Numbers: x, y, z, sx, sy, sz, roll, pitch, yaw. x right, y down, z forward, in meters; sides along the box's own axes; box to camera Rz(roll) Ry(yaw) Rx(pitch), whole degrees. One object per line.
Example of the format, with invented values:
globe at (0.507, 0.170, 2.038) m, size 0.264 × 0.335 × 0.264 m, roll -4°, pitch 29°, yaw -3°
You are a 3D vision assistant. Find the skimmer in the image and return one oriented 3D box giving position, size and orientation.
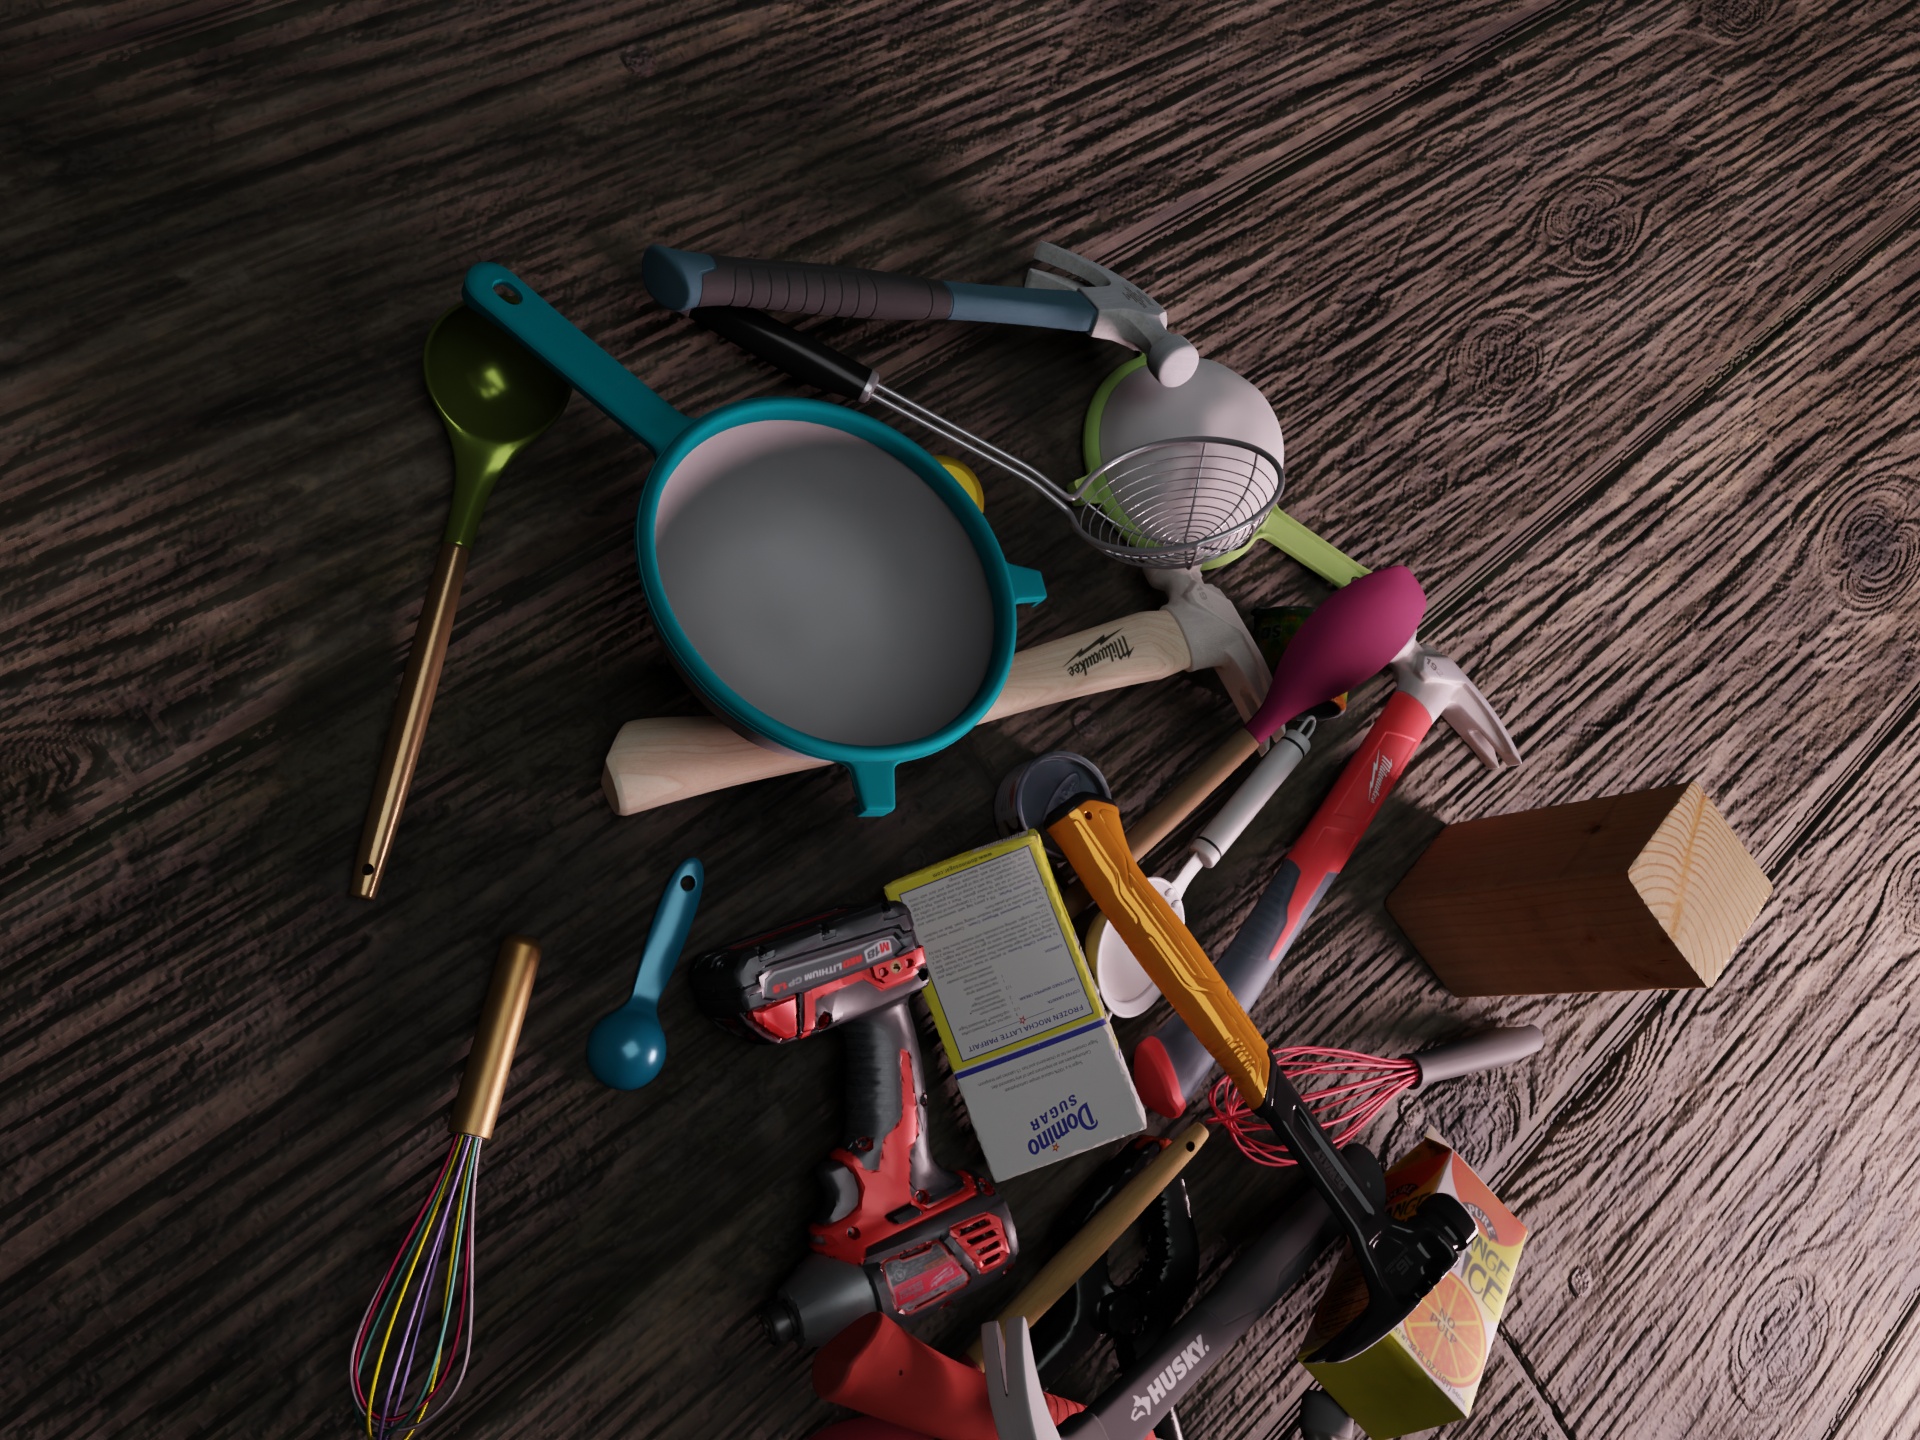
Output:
skimmer at (0.012, -0.190, 0.932) m, size 0.363 × 0.090 × 0.127 m, roll 26°, pitch 41°, yaw -9°

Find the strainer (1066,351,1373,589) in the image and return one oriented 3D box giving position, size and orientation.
strainer at (0.203, -0.152, 1.057) m, size 0.256 × 0.069 × 0.151 m, roll 31°, pitch 67°, yaw -16°

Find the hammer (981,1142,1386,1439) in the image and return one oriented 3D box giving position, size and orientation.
hammer at (0.143, 0.324, 0.880) m, size 0.335 × 0.035 × 0.146 m, roll -24°, pitch 84°, yaw -44°

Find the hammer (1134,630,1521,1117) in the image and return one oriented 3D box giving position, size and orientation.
hammer at (0.238, 0.107, 1.039) m, size 0.143 × 0.038 × 0.386 m, roll 46°, pitch 63°, yaw -13°

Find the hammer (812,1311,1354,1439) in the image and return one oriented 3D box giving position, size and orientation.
hammer at (0.075, 0.398, 0.846) m, size 0.358 × 0.037 × 0.149 m, roll 28°, pitch 63°, yaw -26°

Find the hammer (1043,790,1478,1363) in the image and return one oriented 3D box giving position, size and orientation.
hammer at (0.149, 0.188, 0.893) m, size 0.127 × 0.034 × 0.337 m, roll -32°, pitch 83°, yaw -29°

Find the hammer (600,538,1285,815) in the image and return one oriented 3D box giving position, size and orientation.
hammer at (-0.001, -0.003, 0.921) m, size 0.410 × 0.038 × 0.146 m, roll -15°, pitch 67°, yaw -25°

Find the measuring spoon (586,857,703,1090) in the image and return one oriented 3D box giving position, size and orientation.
measuring spoon at (-0.159, 0.132, 0.841) m, size 0.042 × 0.021 × 0.129 m, roll 24°, pitch 71°, yaw -21°

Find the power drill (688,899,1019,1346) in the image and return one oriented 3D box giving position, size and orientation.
power drill at (-0.062, 0.216, 0.845) m, size 0.143 × 0.078 × 0.219 m, roll -17°, pitch 90°, yaw -29°

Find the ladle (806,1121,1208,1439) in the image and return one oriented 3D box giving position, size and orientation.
ladle at (0.026, 0.330, 0.863) m, size 0.315 × 0.031 × 0.069 m, roll -40°, pitch 92°, yaw -20°

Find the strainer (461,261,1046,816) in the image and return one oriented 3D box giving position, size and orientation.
strainer at (-0.131, -0.100, 0.837) m, size 0.340 × 0.095 × 0.211 m, roll 40°, pitch 52°, yaw -6°

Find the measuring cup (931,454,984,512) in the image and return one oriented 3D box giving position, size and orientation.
measuring cup at (-0.036, -0.095, 0.947) m, size 0.062 × 0.029 × 0.156 m, roll 38°, pitch 65°, yaw -15°

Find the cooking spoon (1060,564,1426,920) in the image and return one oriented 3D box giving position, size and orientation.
cooking spoon at (0.154, 0.027, 0.941) m, size 0.319 × 0.017 × 0.068 m, roll -43°, pitch 124°, yaw 2°

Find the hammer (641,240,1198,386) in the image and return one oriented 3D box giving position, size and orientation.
hammer at (-0.022, -0.250, 0.941) m, size 0.331 × 0.033 × 0.128 m, roll -3°, pitch 43°, yaw -29°

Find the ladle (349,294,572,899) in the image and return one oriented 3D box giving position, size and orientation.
ladle at (-0.266, -0.067, 0.813) m, size 0.078 × 0.062 × 0.320 m, roll 13°, pitch 76°, yaw -10°

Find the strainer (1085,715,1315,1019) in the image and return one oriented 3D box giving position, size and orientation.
strainer at (0.144, 0.087, 0.979) m, size 0.258 × 0.050 × 0.086 m, roll -47°, pitch 130°, yaw -20°

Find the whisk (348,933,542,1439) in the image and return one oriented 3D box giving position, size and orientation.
whisk at (-0.245, 0.225, 0.774) m, size 0.047 × 0.051 × 0.245 m, roll 30°, pitch 61°, yaw -41°

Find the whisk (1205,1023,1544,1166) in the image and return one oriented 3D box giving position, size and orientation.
whisk at (0.275, 0.229, 1.021) m, size 0.295 × 0.073 × 0.073 m, roll -5°, pitch 81°, yaw -33°
